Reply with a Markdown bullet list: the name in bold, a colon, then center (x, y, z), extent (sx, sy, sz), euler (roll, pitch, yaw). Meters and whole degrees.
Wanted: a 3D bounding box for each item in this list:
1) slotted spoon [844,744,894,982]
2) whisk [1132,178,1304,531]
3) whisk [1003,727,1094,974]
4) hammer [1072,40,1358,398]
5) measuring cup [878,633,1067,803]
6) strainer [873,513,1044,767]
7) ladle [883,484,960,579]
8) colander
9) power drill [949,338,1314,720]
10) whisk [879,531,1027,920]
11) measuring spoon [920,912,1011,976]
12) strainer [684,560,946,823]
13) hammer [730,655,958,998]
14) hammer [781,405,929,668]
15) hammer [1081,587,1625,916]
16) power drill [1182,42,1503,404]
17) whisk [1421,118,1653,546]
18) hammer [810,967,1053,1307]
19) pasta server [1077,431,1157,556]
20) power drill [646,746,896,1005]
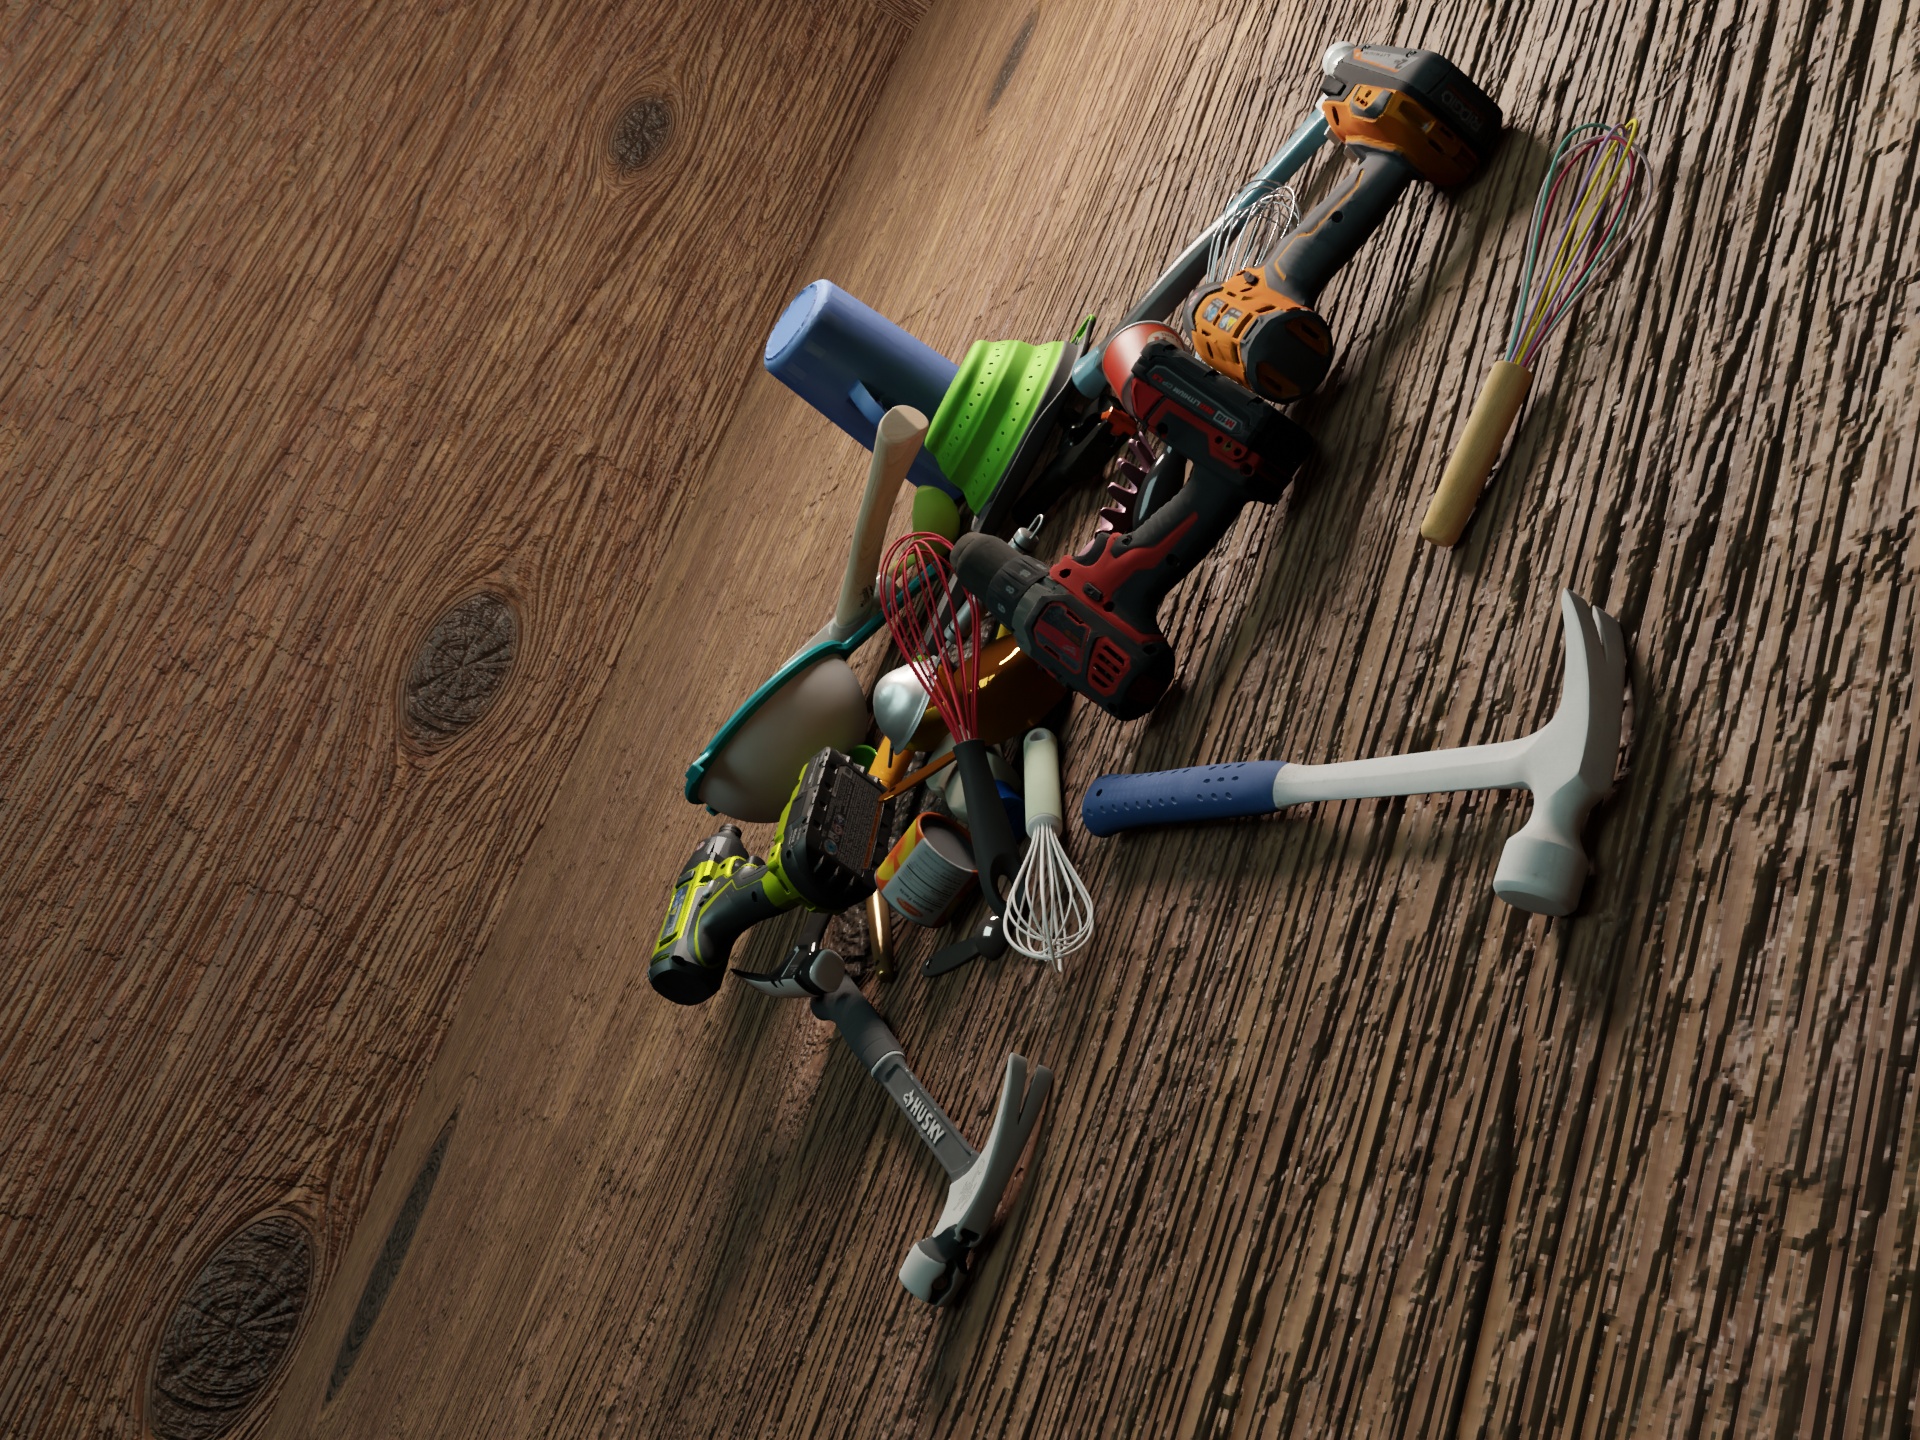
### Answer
- **slotted spoon**: center (-0.077, 0.120, 1.362), extent (0.070, 0.031, 0.314), euler (-52, 24, 21)
- **whisk**: center (0.185, -0.266, 1.176), extent (0.284, 0.070, 0.070), euler (-68, 20, -1)
- **whisk**: center (0.057, 0.078, 1.069), extent (0.058, 0.059, 0.247), euler (-10, 32, 8)
- **hammer**: center (0.207, -0.388, 1.266), extent (0.331, 0.033, 0.128), euler (-45, 26, 24)
- **measuring cup**: center (-0.002, -0.004, 1.199), extent (0.173, 0.052, 0.095), euler (-34, 18, 0)
- **strainer**: center (-0.009, -0.063, 1.244), extent (0.258, 0.050, 0.087), euler (-52, 20, 28)
- **ladle**: center (-0.087, -0.157, 1.696), extent (0.320, 0.062, 0.078), euler (-35, 43, 56)
- **colander**: center (-0.001, -0.206, 1.418), extent (0.397, 0.094, 0.204), euler (-66, 7, -19)
- **power drill**: center (0.105, -0.136, 1.063), extent (0.188, 0.080, 0.226), euler (40, 105, 31)
- **whisk**: center (0.000, 0.000, 1.128), extent (0.073, 0.073, 0.296), euler (-37, 63, 50)
- **measuring spoon**: center (-0.002, 0.162, 1.136), extent (0.124, 0.018, 0.034), euler (-35, 34, 53)
- **strainer**: center (-0.113, -0.014, 1.542), extent (0.340, 0.095, 0.211), euler (-44, -8, -11)
- **hammer**: center (-0.083, 0.082, 1.348), extent (0.127, 0.034, 0.337), euler (-14, 43, 50)
- **hammer**: center (-0.090, -0.155, 1.438), extent (0.146, 0.038, 0.410), euler (-45, -7, -21)
- **hammer**: center (0.181, 0.029, 0.838), extent (0.405, 0.035, 0.144), euler (-13, 53, 64)
- **power drill**: center (0.237, -0.330, 1.063), extent (0.226, 0.084, 0.164), euler (-55, 27, 13)
- **whisk**: center (0.301, -0.207, 0.840), extent (0.245, 0.051, 0.047), euler (-65, 26, 0)
- **hammer**: center (-0.044, 0.243, 1.111), extent (0.149, 0.036, 0.409), euler (-61, 20, -1)
- **pasta server**: center (0.065, -0.097, 1.276), extent (0.316, 0.040, 0.060), euler (-51, 8, 31)
- **power drill**: center (-0.158, 0.119, 1.295), extent (0.223, 0.080, 0.171), euler (-33, 31, 35)
